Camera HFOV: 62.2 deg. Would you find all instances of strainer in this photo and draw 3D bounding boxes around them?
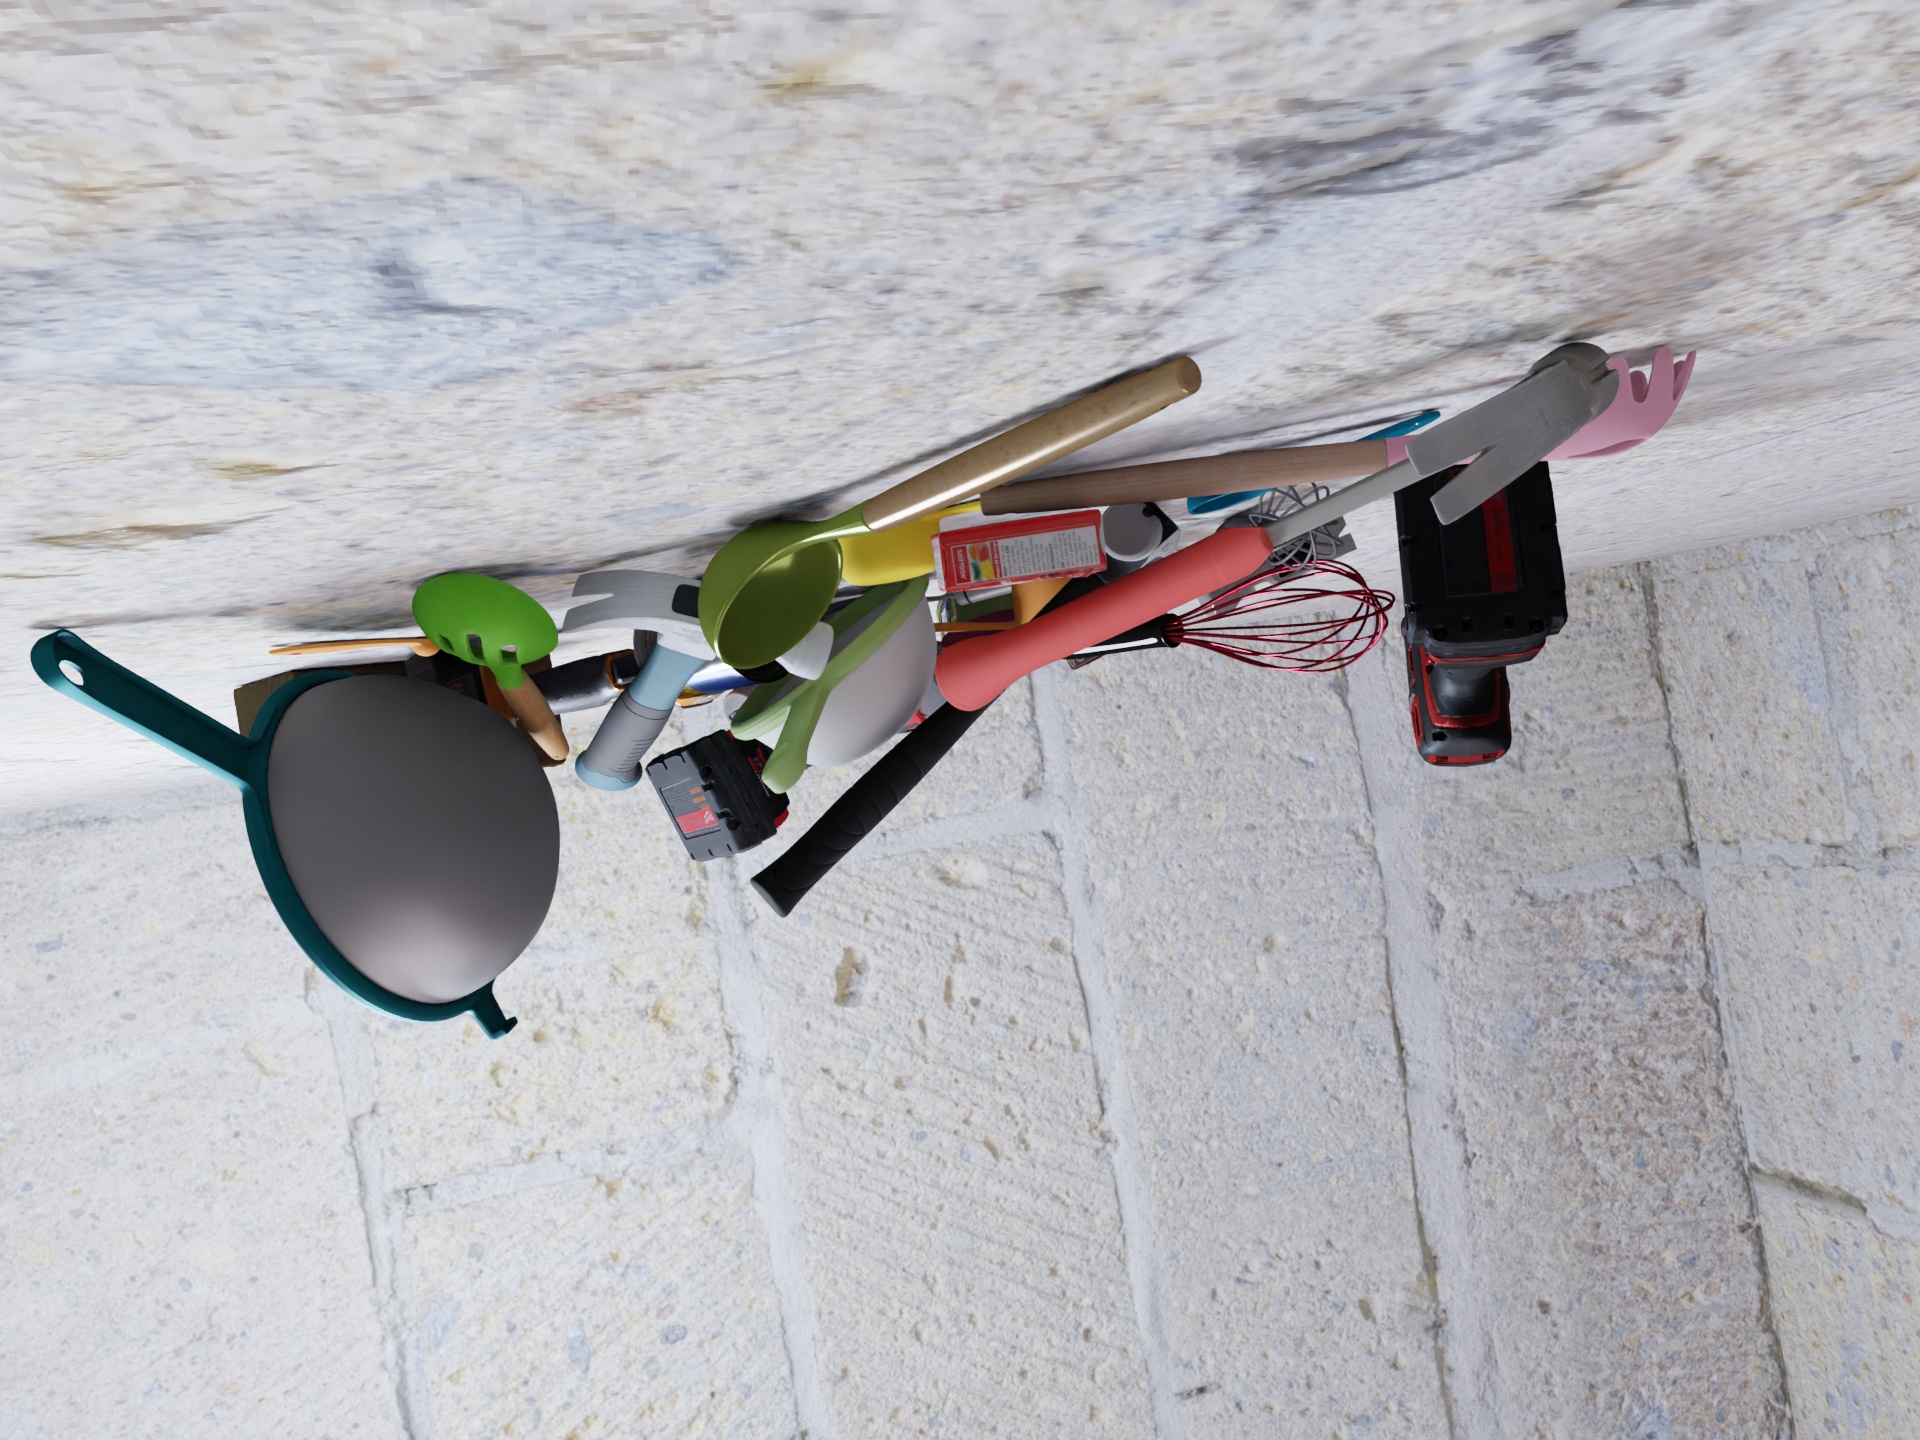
[{"bbox_3d":[-0.313,0.027,0.839,0.095,0.211,0.340,-22,147,13],"label":"strainer"},{"bbox_3d":[-0.065,-0.001,0.906,0.151,0.069,0.256,-36,-165,16],"label":"strainer"},{"bbox_3d":[-0.005,-0.088,1.131,0.258,0.050,0.087,-13,-166,23],"label":"strainer"}]

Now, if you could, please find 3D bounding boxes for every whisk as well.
[{"bbox_3d":[0.188,-0.117,0.991,0.055,0.055,0.239,-9,-176,-2],"label":"whisk"},{"bbox_3d":[0.155,-0.061,1.046,0.073,0.073,0.296,-9,-176,-42],"label":"whisk"}]

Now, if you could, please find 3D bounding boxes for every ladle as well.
[{"bbox_3d":[-0.015,-0.080,0.653,0.078,0.062,0.320,-29,-171,-37],"label":"ladle"}]

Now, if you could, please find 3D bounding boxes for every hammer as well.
[{"bbox_3d":[0.206,-0.115,1.235,0.130,0.031,0.331,-24,-175,-5],"label":"hammer"},{"bbox_3d":[0.100,-0.064,0.699,0.149,0.036,0.359,-31,-175,-41],"label":"hammer"},{"bbox_3d":[-0.001,-0.003,0.924,0.334,0.035,0.146,-44,175,14],"label":"hammer"},{"bbox_3d":[-0.181,-0.011,0.927,0.128,0.033,0.331,18,158,-16],"label":"hammer"}]

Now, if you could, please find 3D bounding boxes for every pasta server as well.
[{"bbox_3d":[0.164,-0.124,0.719,0.316,0.040,0.060,-5,-179,11],"label":"pasta server"}]

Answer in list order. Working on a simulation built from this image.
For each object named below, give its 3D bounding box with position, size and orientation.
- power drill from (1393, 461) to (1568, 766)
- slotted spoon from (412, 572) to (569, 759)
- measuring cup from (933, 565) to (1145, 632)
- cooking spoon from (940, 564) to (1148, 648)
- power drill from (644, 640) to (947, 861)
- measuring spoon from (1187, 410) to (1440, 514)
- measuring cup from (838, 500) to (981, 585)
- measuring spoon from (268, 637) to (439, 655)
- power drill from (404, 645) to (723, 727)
[{"bbox_3d":[0.291,-0.087,0.929,0.080,0.188,0.226,-4,162,12],"label":"power drill"},{"bbox_3d":[-0.244,-0.017,0.886,0.070,0.031,0.313,8,166,-4],"label":"slotted spoon"},{"bbox_3d":[0.033,-0.085,1.011,0.173,0.052,0.095,-4,-168,1],"label":"measuring cup"},{"bbox_3d":[0.086,-0.085,1.135,0.069,0.017,0.319,6,-161,32],"label":"cooking spoon"},{"bbox_3d":[-0.092,0.010,1.090,0.219,0.078,0.143,-30,-174,-29],"label":"power drill"},{"bbox_3d":[0.167,-0.131,0.770,0.128,0.021,0.042,-20,175,27],"label":"measuring spoon"},{"bbox_3d":[0.006,-0.094,0.799,0.156,0.029,0.062,-9,180,28],"label":"measuring cup"},{"bbox_3d":[-0.363,-0.042,0.962,0.021,0.011,0.117,-10,180,35],"label":"measuring spoon"},{"bbox_3d":[-0.252,-0.028,1.078,0.226,0.084,0.185,-13,179,-18],"label":"power drill"}]
